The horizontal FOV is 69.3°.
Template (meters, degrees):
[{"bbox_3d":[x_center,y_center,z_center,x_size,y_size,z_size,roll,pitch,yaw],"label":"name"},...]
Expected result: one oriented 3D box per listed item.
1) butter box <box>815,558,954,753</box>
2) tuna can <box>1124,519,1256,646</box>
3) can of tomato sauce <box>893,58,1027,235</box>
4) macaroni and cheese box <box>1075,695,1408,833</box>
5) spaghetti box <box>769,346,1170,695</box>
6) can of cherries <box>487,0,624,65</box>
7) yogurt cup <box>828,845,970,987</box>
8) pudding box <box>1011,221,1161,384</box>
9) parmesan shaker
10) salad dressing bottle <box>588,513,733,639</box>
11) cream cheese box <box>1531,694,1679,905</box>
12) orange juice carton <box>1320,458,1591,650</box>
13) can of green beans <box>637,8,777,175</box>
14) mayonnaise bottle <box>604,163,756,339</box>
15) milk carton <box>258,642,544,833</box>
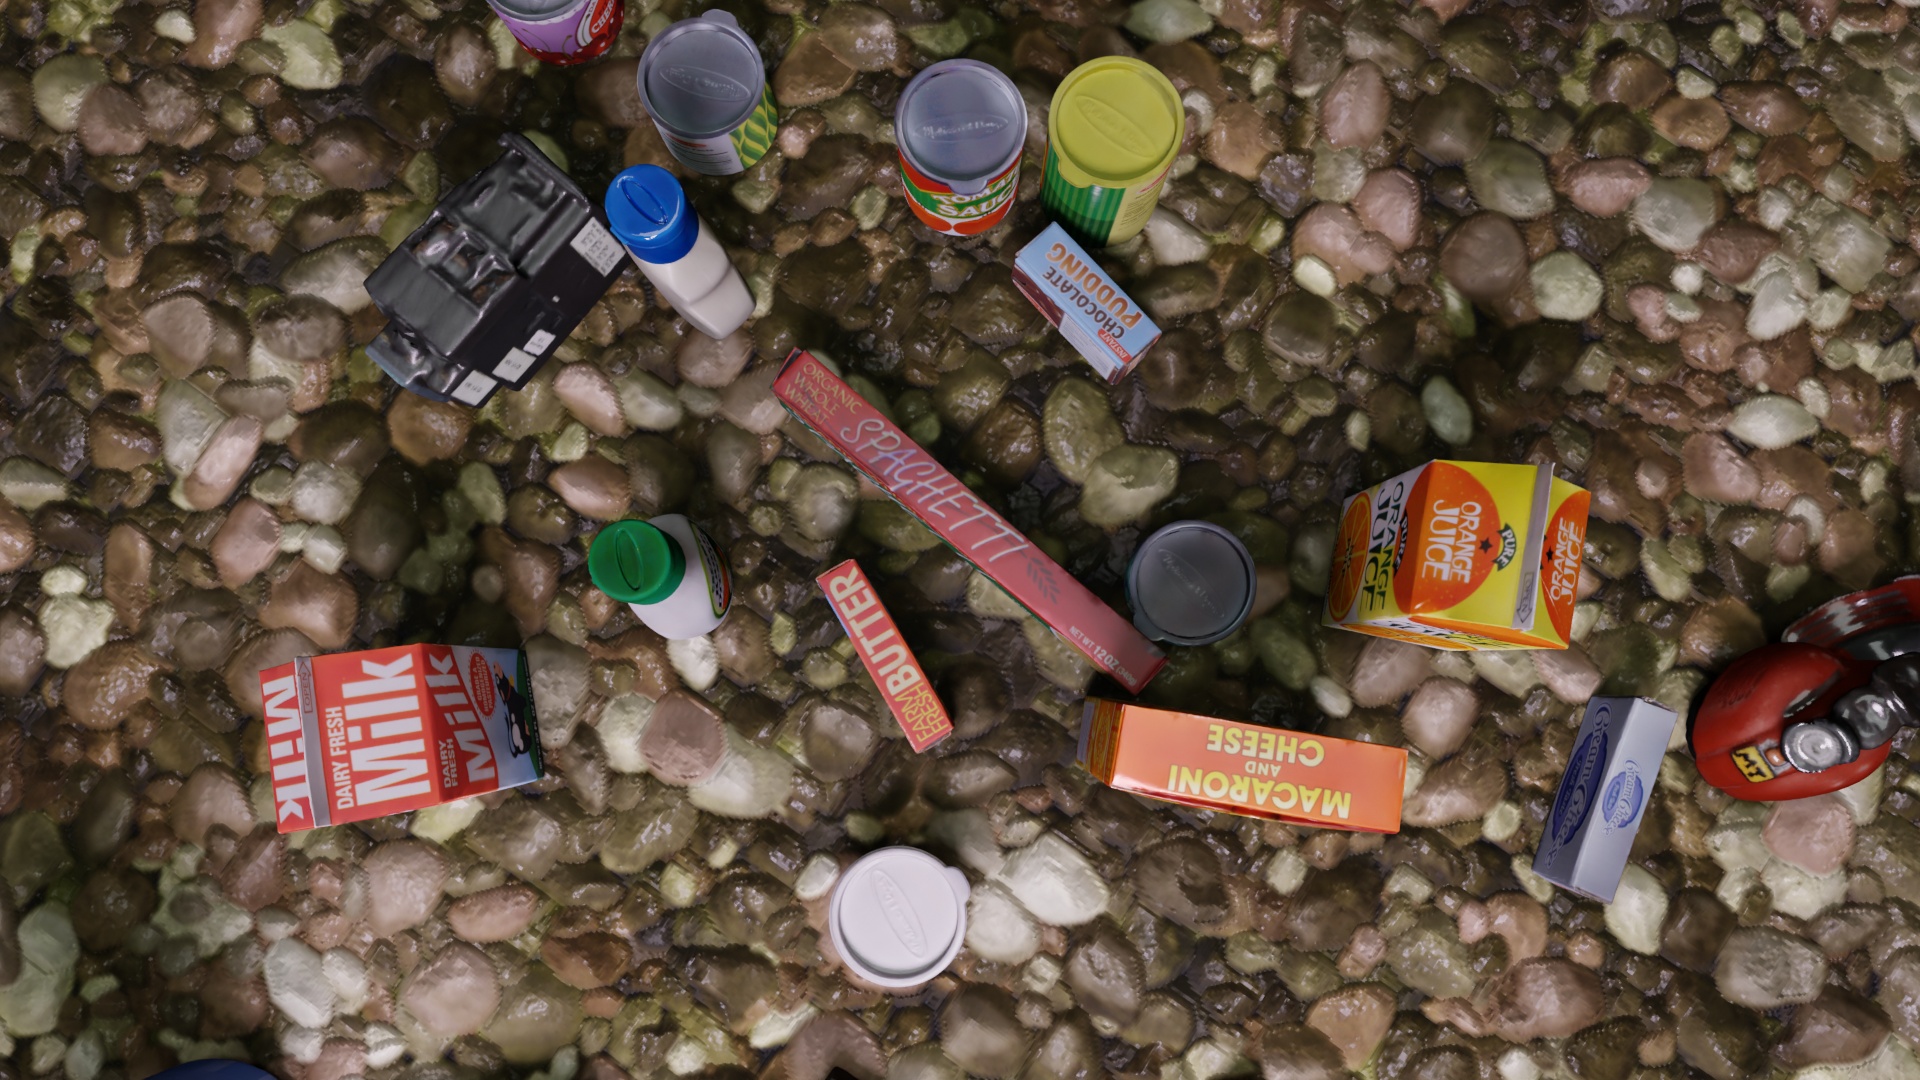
[{"bbox_3d":[-0.038,0.059,0.719,0.024,0.053,0.103,-31,85,-3],"label":"butter box"},{"bbox_3d":[0.119,0.025,0.734,0.071,0.033,0.071,0,84,0],"label":"tuna can"},{"bbox_3d":[0.001,-0.202,0.731,0.071,0.083,0.071,0,85,0],"label":"can of tomato sauce"},{"bbox_3d":[0.125,0.104,0.659,0.124,0.166,0.040,9,85,1],"label":"macaroni and cheese box"},{"bbox_3d":[0.003,-0.009,0.728,0.250,0.050,0.029,40,86,4],"label":"spaghetti box"},{"bbox_3d":[-0.219,-0.299,0.752,0.071,0.058,0.071,0,85,0],"label":"can of cherries"},{"bbox_3d":[-0.031,0.187,0.706,0.072,0.054,0.072,0,84,0],"label":"yogurt cup"},{"bbox_3d":[0.066,-0.125,0.740,0.030,0.049,0.084,-43,86,-4],"label":"pudding box"},{"bbox_3d":[0.074,-0.196,0.720,0.071,0.103,0.071,0,85,0],"label":"parmesan shaker"},{"bbox_3d":[-0.144,0.015,0.676,0.044,0.147,0.064,-15,85,-1],"label":"salad dressing bottle"},{"bbox_3d":[0.329,0.131,0.713,0.024,0.053,0.104,22,85,2],"label":"cream cheese box"},{"bbox_3d":[0.235,0.010,0.655,0.073,0.192,0.072,12,85,1],"label":"orange juice carton"},{"bbox_3d":[-0.134,-0.237,0.746,0.071,0.058,0.071,0,85,0],"label":"can of green beans"},{"bbox_3d":[-0.140,-0.144,0.692,0.041,0.148,0.065,-44,86,-4],"label":"mayonnaise bottle"},{"bbox_3d":[-0.261,0.089,0.646,0.073,0.190,0.072,-10,85,-1],"label":"milk carton"}]
